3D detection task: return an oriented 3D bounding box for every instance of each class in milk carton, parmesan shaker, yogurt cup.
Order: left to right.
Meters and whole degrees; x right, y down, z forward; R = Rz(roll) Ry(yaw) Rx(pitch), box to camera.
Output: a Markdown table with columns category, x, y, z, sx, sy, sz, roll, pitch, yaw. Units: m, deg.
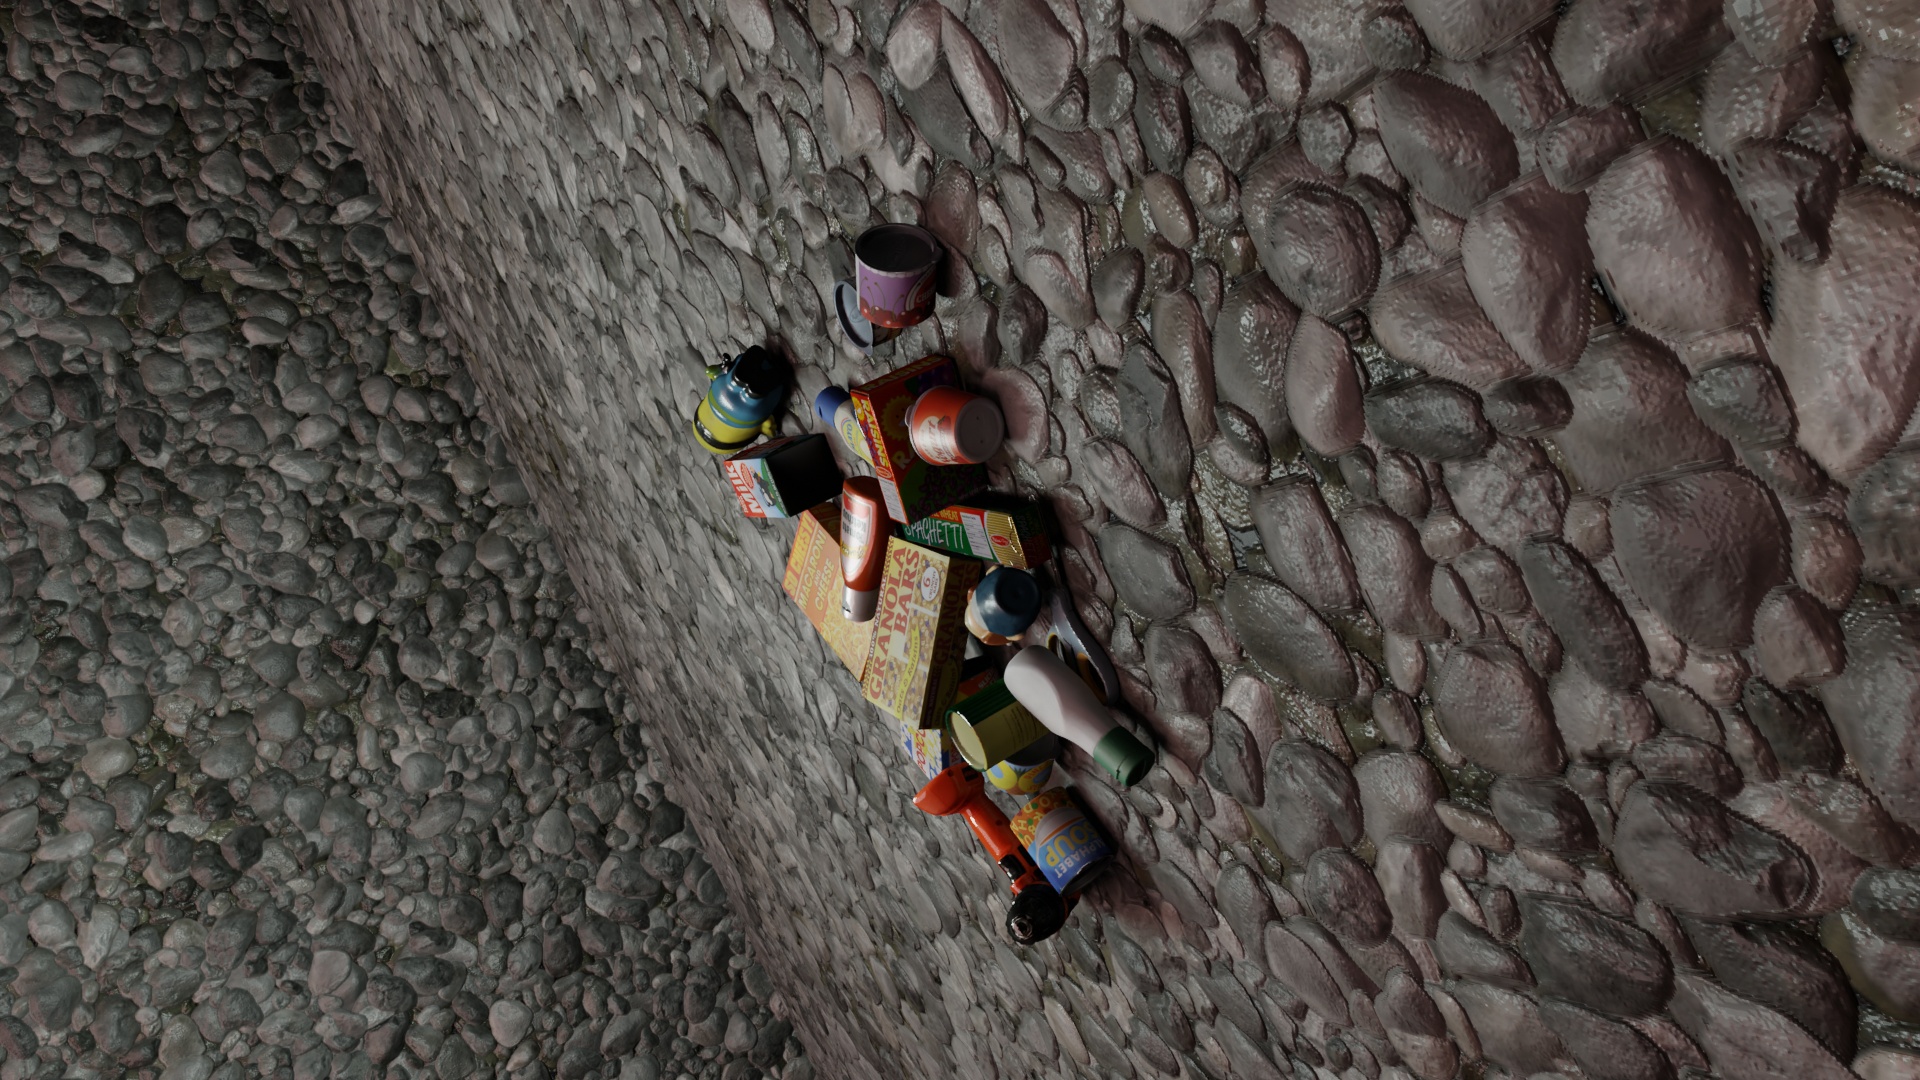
| category | x | y | z | sx | sy | sz | roll | pitch | yaw |
| --- | --- | --- | --- | --- | --- | --- | --- | --- | --- |
| milk carton | -0.208 | -0.072 | 1.569 | 0.190 | 0.074 | 0.072 | 2 | 116 | 63 |
| yogurt cup | 0.000 | -0.094 | 1.151 | 0.054 | 0.073 | 0.072 | 12 | 125 | 50 |
| parmesan shaker | 0.045 | 0.154 | 1.259 | 0.071 | 0.103 | 0.071 | 45 | 150 | 35 |

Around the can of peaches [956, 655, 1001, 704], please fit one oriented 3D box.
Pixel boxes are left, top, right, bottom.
| category | x | y | z | sx | sy | sz | roll | pitch | yaw |
| --- | --- | --- | --- | --- | --- | --- | --- | --- | --- |
| can of peaches | 0.014 | 0.153 | 1.366 | 0.071 | 0.071 | 0.058 | 1 | 115 | 63 |

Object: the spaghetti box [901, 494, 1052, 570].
| category | x | y | z | sx | sy | sz | roll | pitch | yaw |
| --- | --- | --- | --- | --- | --- | --- | --- | --- | --- |
| spaghetti box | 0.004 | -0.016 | 1.240 | 0.250 | 0.029 | 0.050 | 14 | 123 | 64 |

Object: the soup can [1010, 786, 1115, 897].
| category | x | y | z | sx | sy | sz | roll | pitch | yaw |
| --- | --- | --- | --- | --- | --- | --- | --- | --- | --- |
| soup can | 0.097 | 0.287 | 1.331 | 0.084 | 0.071 | 0.071 | 51 | 153 | 25 |

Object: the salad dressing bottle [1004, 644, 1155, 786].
| category | x | y | z | sx | sy | sz | roll | pitch | yaw |
| --- | --- | --- | --- | --- | --- | --- | --- | --- | --- |
| salad dressing bottle | 0.101 | 0.149 | 1.179 | 0.148 | 0.044 | 0.064 | 41 | 146 | 32 |

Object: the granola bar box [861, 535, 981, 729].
| category | x | y | z | sx | sy | sz | roll | pitch | yaw |
| --- | --- | --- | --- | --- | --- | --- | --- | --- | --- |
| granola bar box | -0.039 | 0.087 | 1.344 | 0.124 | 0.039 | 0.165 | 18 | 99 | 58 |

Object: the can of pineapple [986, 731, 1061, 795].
| category | x | y | z | sx | sy | sz | roll | pitch | yaw |
| --- | --- | --- | --- | --- | --- | --- | --- | --- | --- |
| can of pineapple | 0.059 | 0.202 | 1.324 | 0.071 | 0.071 | 0.057 | 48 | 152 | 30 |

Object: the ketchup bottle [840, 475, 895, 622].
| category | x | y | z | sx | sy | sz | roll | pitch | yaw |
| --- | --- | --- | --- | --- | --- | --- | --- | --- | --- |
| ketchup bottle | -0.098 | 0.011 | 1.423 | 0.065 | 0.044 | 0.148 | 32 | 125 | 41 |

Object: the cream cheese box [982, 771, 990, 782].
| category | x | y | z | sx | sy | sz | roll | pitch | yaw |
| --- | --- | --- | --- | --- | --- | --- | --- | --- | --- |
| cream cheese box | 0.038 | 0.212 | 1.427 | 0.053 | 0.024 | 0.103 | 60 | 155 | 11 |

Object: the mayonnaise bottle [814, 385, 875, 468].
| category | x | y | z | sx | sy | sz | roll | pitch | yaw |
| --- | --- | --- | --- | --- | --- | --- | --- | --- | --- |
| mayonnaise bottle | -0.088 | -0.105 | 1.337 | 0.148 | 0.041 | 0.064 | 37 | 147 | 43 |

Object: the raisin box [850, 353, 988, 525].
| category | x | y | z | sx | sy | sz | roll | pitch | yaw |
| --- | --- | --- | --- | --- | --- | --- | --- | --- | --- |
| raisin box | -0.034 | -0.087 | 1.194 | 0.040 | 0.086 | 0.123 | 24 | 135 | 59 |

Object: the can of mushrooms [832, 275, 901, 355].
| category | x | y | z | sx | sy | sz | roll | pitch | yaw |
| --- | --- | --- | --- | --- | --- | --- | --- | --- | --- |
| can of mushrooms | -0.082 | -0.203 | 1.238 | 0.071 | 0.033 | 0.070 | 44 | 148 | 36 |

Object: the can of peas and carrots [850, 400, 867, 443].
| category | x | y | z | sx | sy | sz | roll | pitch | yaw |
| --- | --- | --- | --- | --- | --- | --- | --- | --- | --- |
| can of peas and carrots | -0.056 | -0.115 | 1.243 | 0.071 | 0.059 | 0.070 | 46 | 150 | 36 |

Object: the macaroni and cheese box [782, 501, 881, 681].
| category | x | y | z | sx | sy | sz | roll | pitch | yaw |
| --- | --- | --- | --- | --- | --- | --- | --- | --- | --- |
| macaroni and cheese box | -0.128 | 0.055 | 1.541 | 0.167 | 0.040 | 0.123 | 47 | 133 | 33 |

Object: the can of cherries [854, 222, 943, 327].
| category | x | y | z | sx | sy | sz | roll | pitch | yaw |
| --- | --- | --- | --- | --- | --- | --- | --- | --- | --- |
| can of cherries | -0.050 | -0.214 | 1.125 | 0.072 | 0.072 | 0.058 | 46 | 151 | 32 |

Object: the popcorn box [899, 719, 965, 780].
| category | x | y | z | sx | sy | sz | roll | pitch | yaw |
| --- | --- | --- | --- | --- | --- | --- | --- | --- | --- |
| popcorn box | -0.030 | 0.210 | 1.540 | 0.085 | 0.038 | 0.126 | 45 | 150 | 36 |
